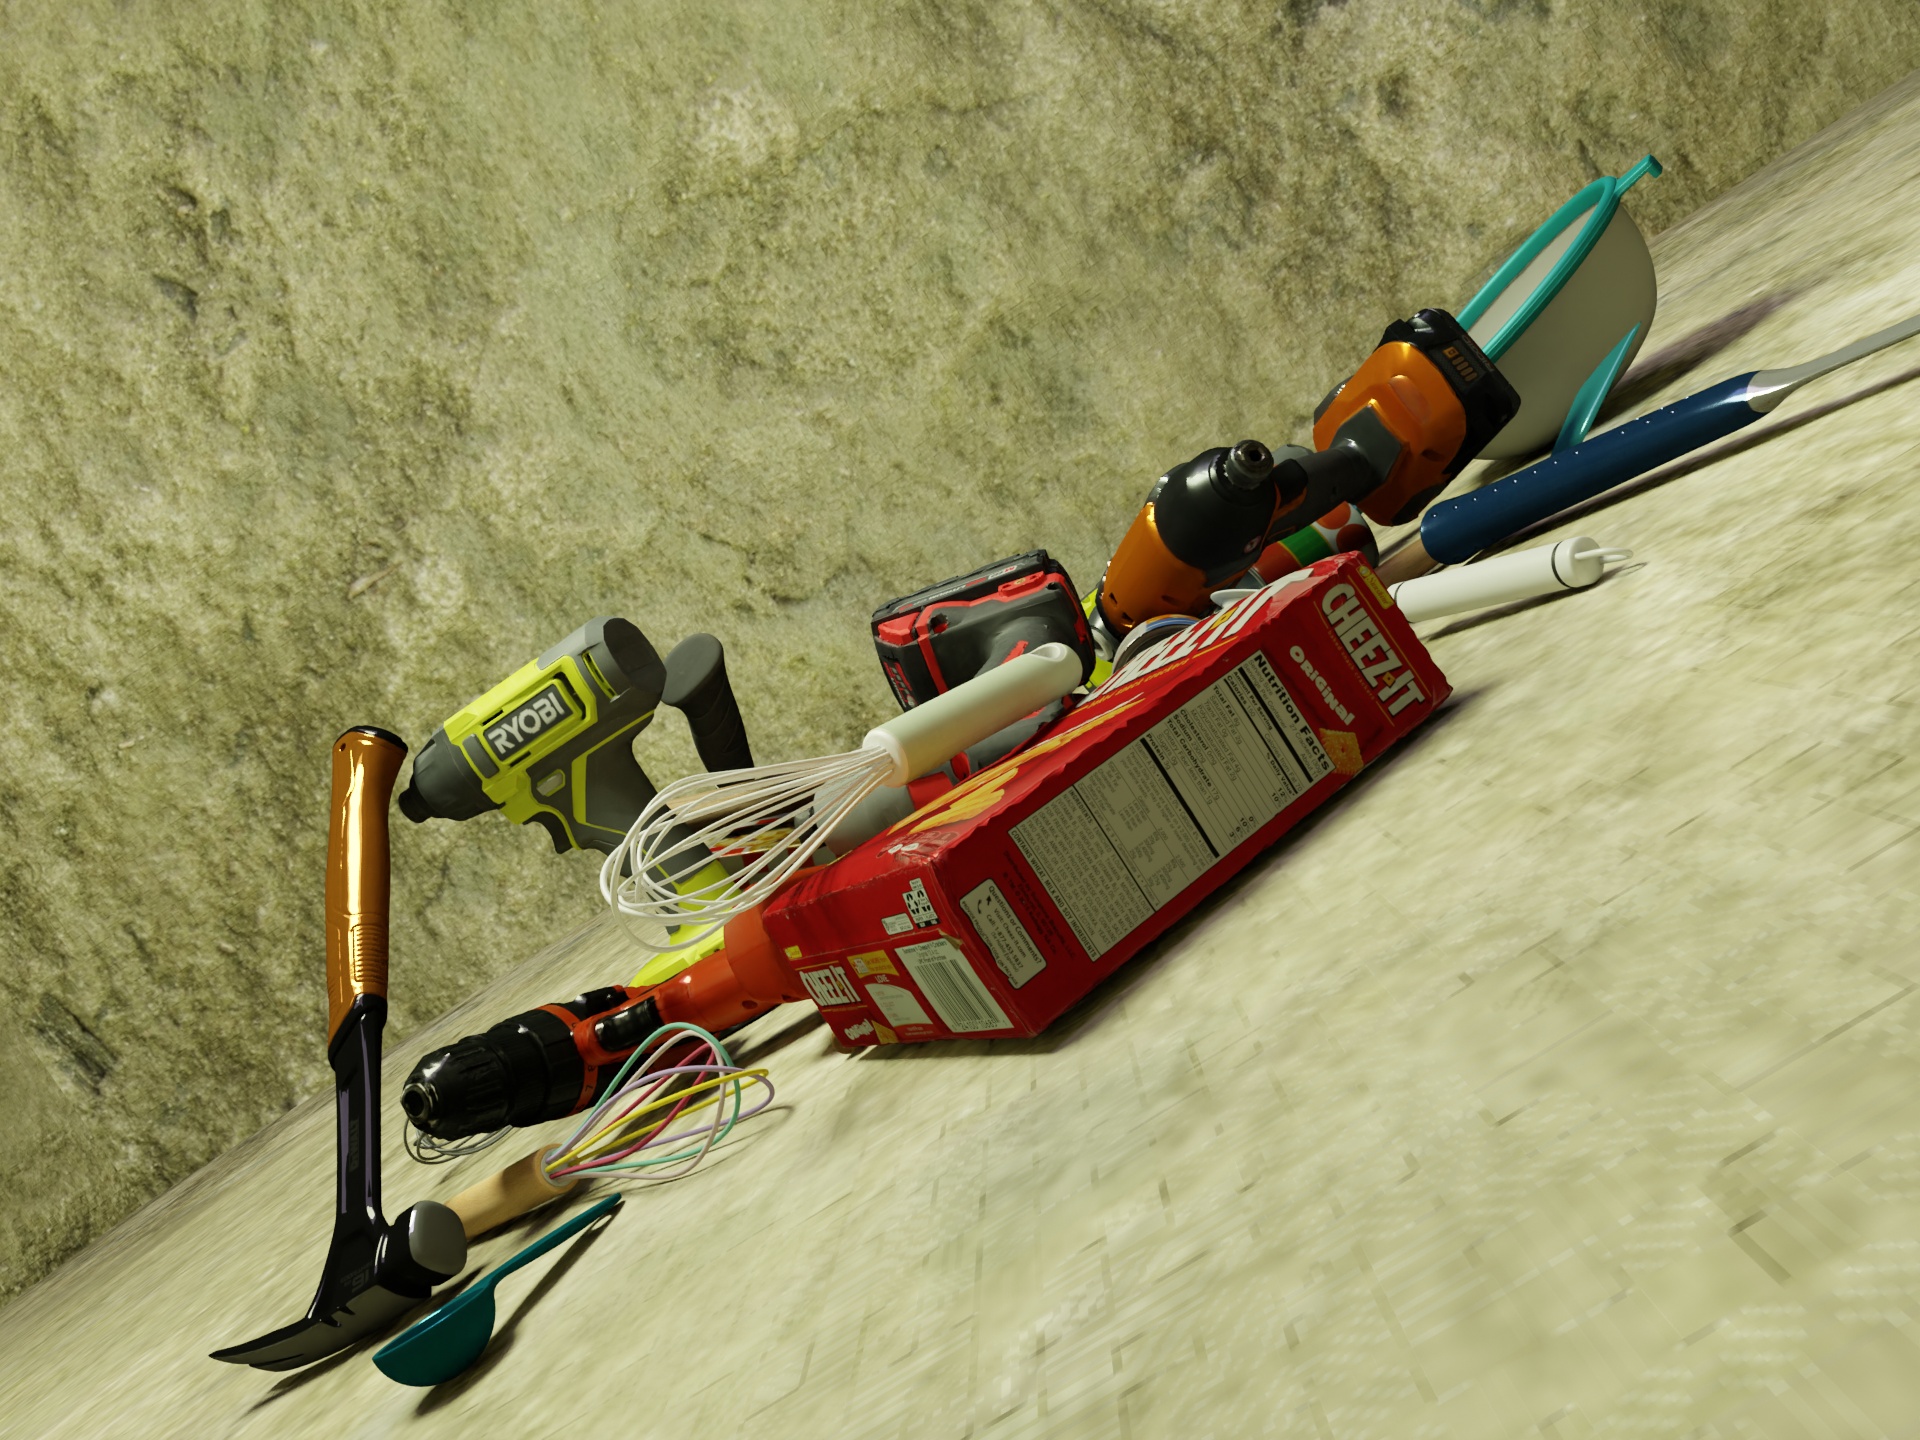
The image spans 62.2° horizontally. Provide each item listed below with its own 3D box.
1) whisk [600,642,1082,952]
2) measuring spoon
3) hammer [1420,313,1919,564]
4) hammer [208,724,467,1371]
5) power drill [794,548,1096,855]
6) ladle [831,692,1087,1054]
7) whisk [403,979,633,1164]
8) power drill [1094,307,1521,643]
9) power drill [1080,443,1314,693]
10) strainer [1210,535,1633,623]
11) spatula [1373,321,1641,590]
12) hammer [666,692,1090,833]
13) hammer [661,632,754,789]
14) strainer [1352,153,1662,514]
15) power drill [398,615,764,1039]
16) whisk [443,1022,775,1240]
[{"bbox_3d":[-0.034,0.019,0.608,0.058,0.059,0.246,15,31,40],"label":"whisk"},{"bbox_3d":[-0.156,0.203,0.570,0.042,0.021,0.128,-32,-5,22],"label":"measuring spoon"},{"bbox_3d":[0.343,-0.141,0.651,0.144,0.035,0.405,-35,4,-27],"label":"hammer"},{"bbox_3d":[-0.298,0.136,0.775,0.127,0.034,0.337,-33,47,17],"label":"hammer"},{"bbox_3d":[-0.001,-0.003,0.799,0.143,0.078,0.220,-19,21,14],"label":"power drill"},{"bbox_3d":[0.008,0.063,0.754,0.069,0.031,0.315,-20,15,28],"label":"ladle"},{"bbox_3d":[-0.258,0.212,1.036,0.055,0.055,0.239,-29,2,44],"label":"whisk"},{"bbox_3d":[0.186,-0.131,0.844,0.226,0.084,0.164,-31,-12,-22],"label":"power drill"},{"bbox_3d":[0.140,-0.086,1.084,0.190,0.080,0.228,-38,-2,-16],"label":"power drill"},{"bbox_3d":[0.191,-0.049,0.705,0.086,0.050,0.258,14,-11,-24],"label":"strainer"},{"bbox_3d":[0.247,-0.100,0.861,0.317,0.044,0.082,-35,-10,-6],"label":"spatula"},{"bbox_3d":[-0.040,0.026,0.961,0.331,0.031,0.130,-15,2,2],"label":"hammer"},{"bbox_3d":[-0.144,0.045,1.072,0.149,0.036,0.408,-39,-18,-15],"label":"hammer"},{"bbox_3d":[0.350,-0.197,1.054,0.340,0.095,0.211,-53,3,-4],"label":"strainer"},{"bbox_3d":[-0.196,0.077,0.873,0.171,0.223,0.080,-32,3,18],"label":"power drill"},{"bbox_3d":[-0.161,0.181,0.664,0.245,0.051,0.047,-34,8,39],"label":"whisk"}]
